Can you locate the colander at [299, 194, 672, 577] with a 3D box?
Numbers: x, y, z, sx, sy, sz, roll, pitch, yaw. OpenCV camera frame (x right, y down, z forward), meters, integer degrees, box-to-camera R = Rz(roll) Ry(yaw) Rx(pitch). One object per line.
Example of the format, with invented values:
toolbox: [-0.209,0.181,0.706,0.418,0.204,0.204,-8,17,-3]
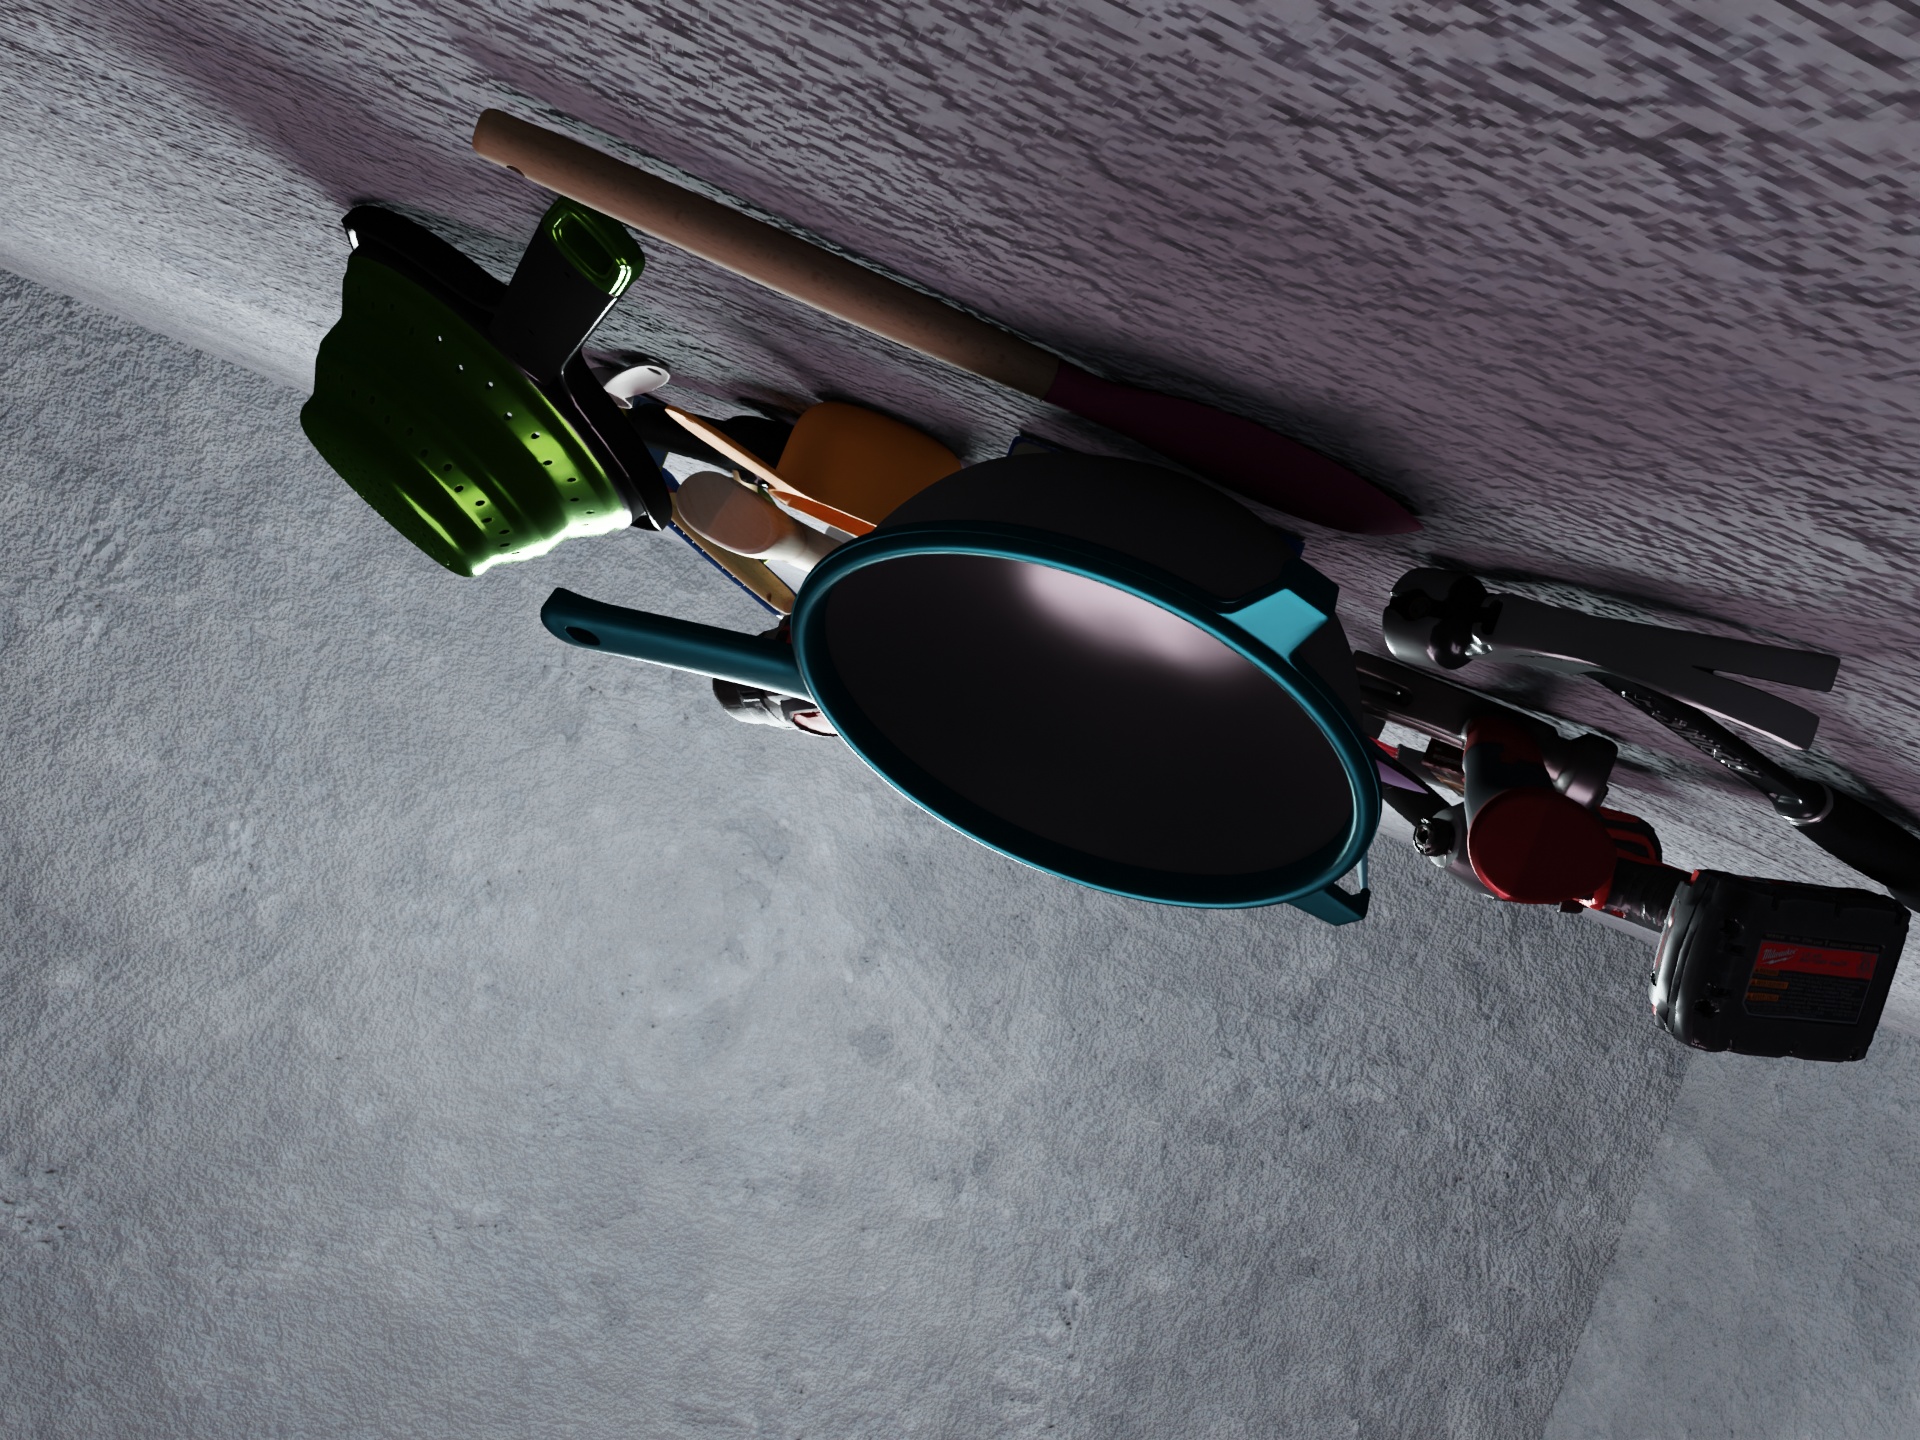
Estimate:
colander: [-0.213,-0.137,0.690,0.204,0.094,0.397,45,164,-16]

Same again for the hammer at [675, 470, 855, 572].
hammer: [-0.086,-0.102,0.969,0.146,0.038,0.410,34,-175,12]

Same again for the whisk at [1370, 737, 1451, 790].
whisk: [0.294,0.023,1.149,0.296,0.073,0.073,15,179,4]

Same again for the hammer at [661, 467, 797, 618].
hammer: [-0.104,-0.070,1.021,0.406,0.035,0.143,40,178,39]

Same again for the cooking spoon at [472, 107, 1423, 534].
cooking spoon: [0.005,-0.117,0.498,0.318,0.017,0.069,21,180,-14]

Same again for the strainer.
strainer: [-0.003,-0.039,0.591,0.340,0.095,0.210,12,149,26]

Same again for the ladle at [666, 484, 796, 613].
ladle: [-0.174,-0.129,1.016,0.031,0.069,0.316,-3,-154,-32]

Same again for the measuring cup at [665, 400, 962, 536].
measuring cup: [-0.064,-0.126,0.720,0.095,0.052,0.173,21,178,36]

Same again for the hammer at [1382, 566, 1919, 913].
hammer: [0.346,0.028,0.654,0.408,0.036,0.149,22,179,-39]

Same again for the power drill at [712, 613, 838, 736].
power drill: [-0.001,-0.003,0.792,0.226,0.080,0.188,17,168,-31]

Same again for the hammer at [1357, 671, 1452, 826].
hammer: [0.282,0.034,1.064,0.128,0.033,0.330,13,163,49]

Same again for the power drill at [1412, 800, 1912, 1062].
power drill: [0.337,0.089,0.800,0.143,0.078,0.220,8,-169,-20]

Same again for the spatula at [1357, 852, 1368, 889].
spatula: [0.140,-0.017,0.781,0.044,0.082,0.317,-25,134,31]

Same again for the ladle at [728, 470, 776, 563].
ladle: [-0.159,-0.158,1.123,0.078,0.062,0.320,38,175,-5]

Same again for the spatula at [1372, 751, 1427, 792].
spatula: [0.181,-0.004,0.884,0.060,0.018,0.315,20,177,40]

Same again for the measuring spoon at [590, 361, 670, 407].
measuring spoon: [-0.184,-0.194,0.890,0.034,0.018,0.124,22,173,-28]

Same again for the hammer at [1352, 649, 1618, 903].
hammer: [0.215,0.016,0.671,0.143,0.038,0.386,23,-169,15]
